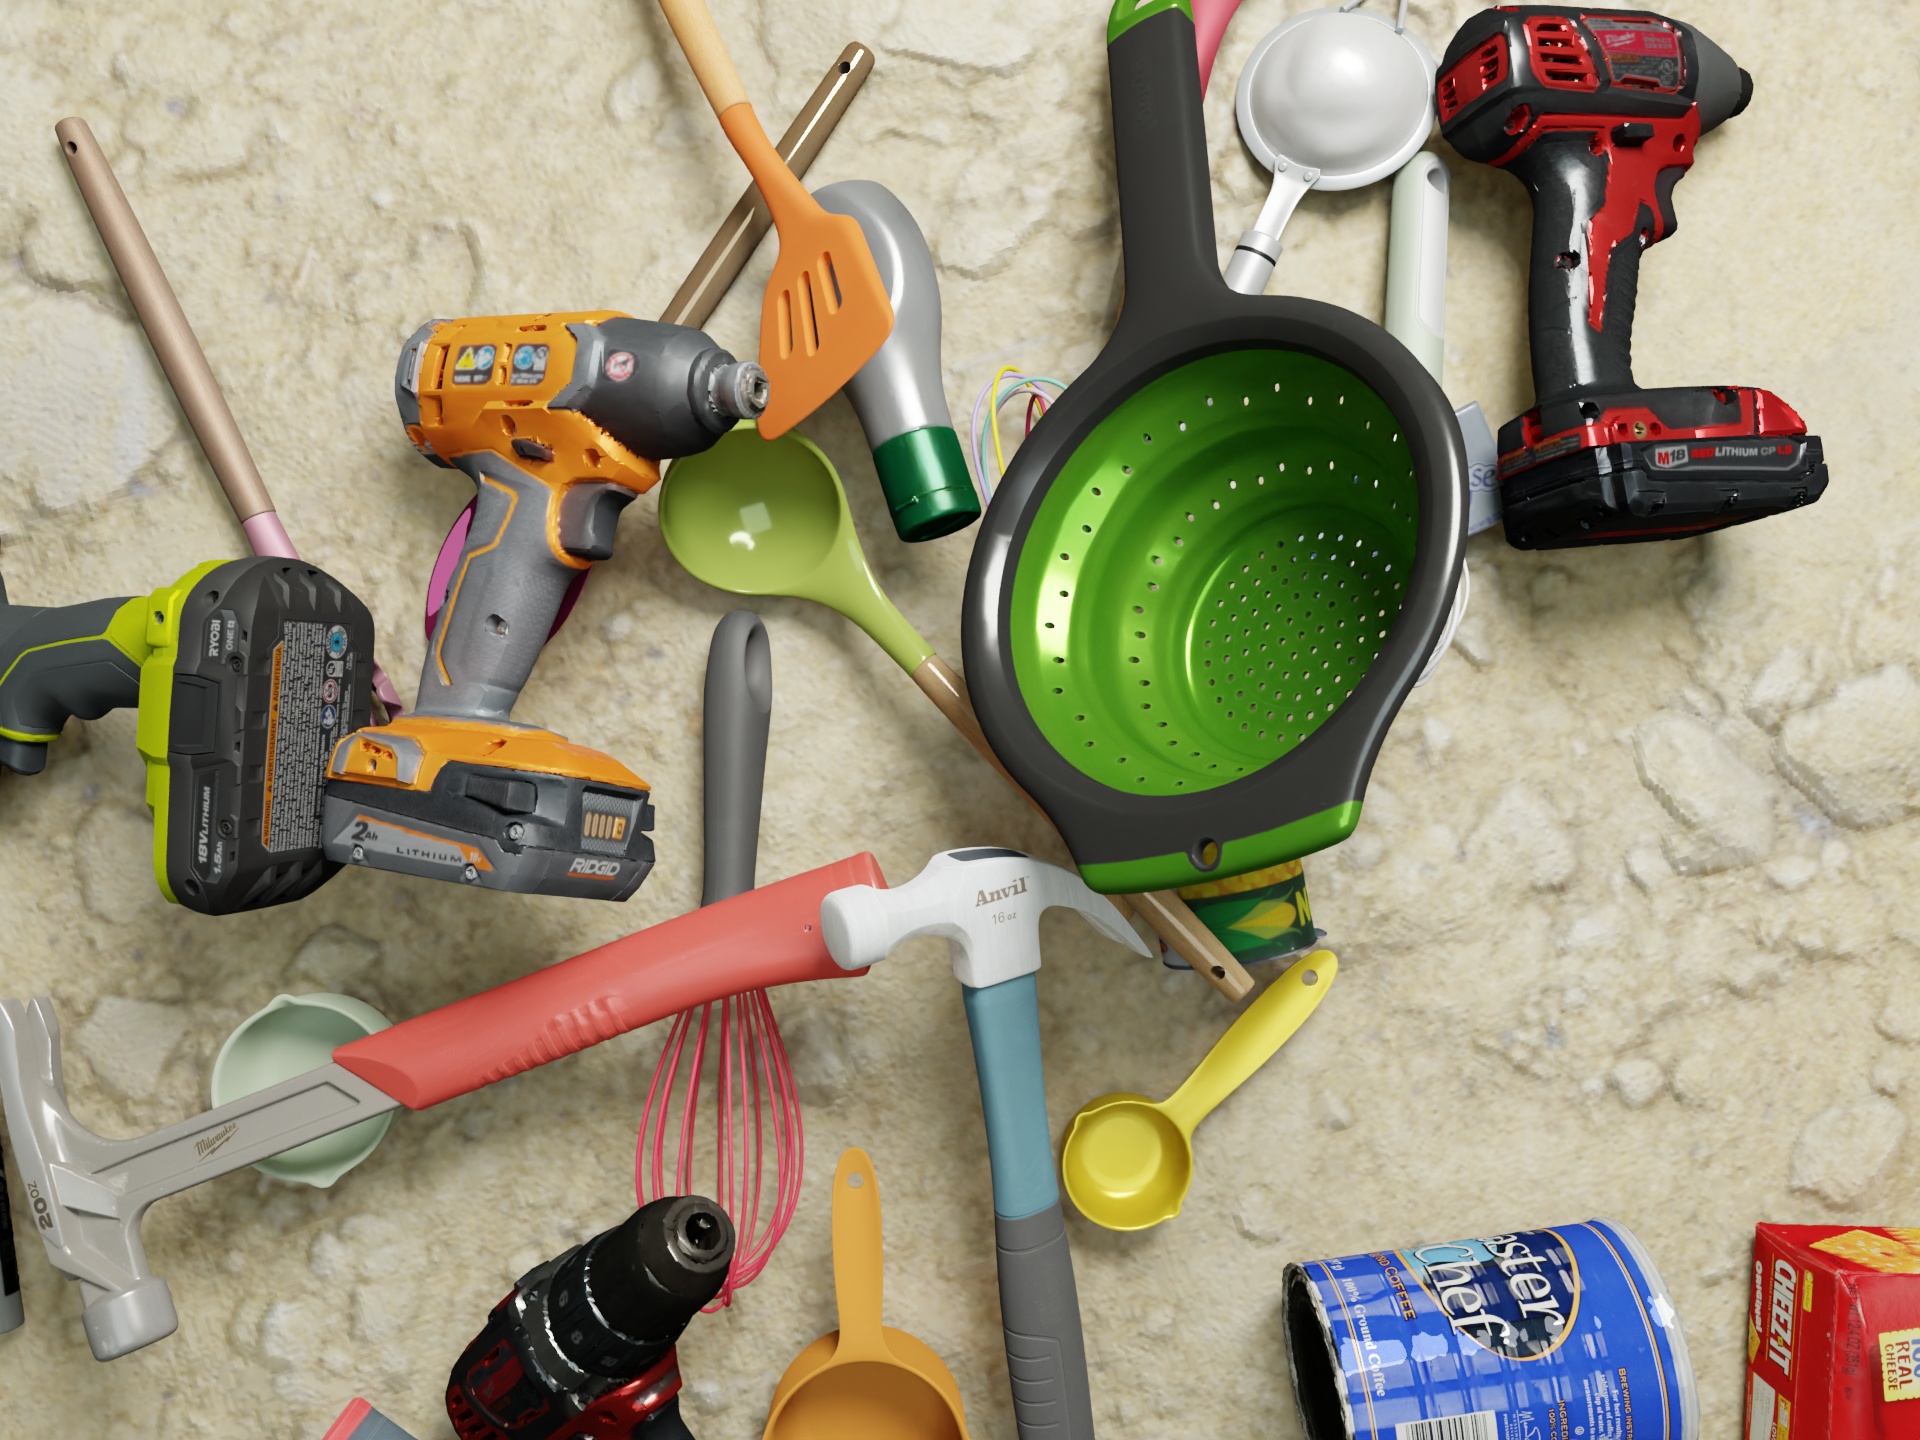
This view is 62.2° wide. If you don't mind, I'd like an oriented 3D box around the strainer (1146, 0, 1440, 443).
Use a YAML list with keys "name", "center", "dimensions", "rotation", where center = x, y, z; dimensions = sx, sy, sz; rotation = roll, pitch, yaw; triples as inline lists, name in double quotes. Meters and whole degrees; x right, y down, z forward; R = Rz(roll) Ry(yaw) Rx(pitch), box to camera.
- name: "strainer"
  center: [0.133, -0.211, 0.685]
  dimensions: [0.087, 0.050, 0.258]
  rotation: [26, 94, 13]

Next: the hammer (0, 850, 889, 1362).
- name: "hammer"
  center: [-0.201, 0.121, 0.634]
  dimensions: [0.359, 0.036, 0.149]
  rotation: [-21, 82, 2]

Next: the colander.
- name: "colander"
  center: [0.105, -0.122, 0.625]
  dimensions: [0.204, 0.094, 0.397]
  rotation: [-17, 63, 35]

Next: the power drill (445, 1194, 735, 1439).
- name: "power drill"
  center: [-0.097, 0.301, 0.615]
  dimensions: [0.227, 0.080, 0.188]
  rotation: [52, 127, 11]

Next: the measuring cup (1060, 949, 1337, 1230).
- name: "measuring cup"
  center: [0.107, 0.157, 0.699]
  dimensions: [0.156, 0.029, 0.062]
  rotation: [-45, 93, -3]

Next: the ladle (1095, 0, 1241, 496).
- name: "ladle"
  center: [0.090, -0.242, 0.689]
  dimensions: [0.069, 0.031, 0.315]
  rotation: [13, 93, 7]

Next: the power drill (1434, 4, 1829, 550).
- name: "power drill"
  center: [0.283, -0.188, 0.667]
  dimensions: [0.143, 0.078, 0.220]
  rotation: [-6, 86, -20]

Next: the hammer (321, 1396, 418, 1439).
- name: "hammer"
  center: [-0.109, 0.410, 0.691]
  dimensions: [0.386, 0.038, 0.143]
  rotation: [39, 89, -3]

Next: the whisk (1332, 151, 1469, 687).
- name: "whisk"
  center: [0.188, -0.129, 0.662]
  dimensions: [0.057, 0.059, 0.246]
  rotation: [17, 72, -31]

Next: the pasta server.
- name: "pasta server"
  center: [-0.312, -0.110, 0.672]
  dimensions: [0.060, 0.040, 0.316]
  rotation: [-25, 91, 11]

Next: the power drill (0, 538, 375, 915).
- name: "power drill"
  center: [-0.357, 0.005, 0.637]
  dimensions: [0.223, 0.080, 0.171]
  rotation: [5, 92, 15]

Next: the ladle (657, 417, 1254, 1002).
- name: "ladle"
  center: [-0.001, -0.002, 0.648]
  dimensions: [0.320, 0.062, 0.078]
  rotation: [46, 110, 9]

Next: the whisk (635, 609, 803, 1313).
- name: "whisk"
  center: [-0.100, 0.100, 0.676]
  dimensions: [0.073, 0.073, 0.296]
  rotation: [2, 86, -2]

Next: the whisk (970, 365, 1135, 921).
- name: "whisk"
  center: [0.047, -0.032, 0.687]
  dimensions: [0.051, 0.047, 0.245]
  rotation: [-11, 96, 1]

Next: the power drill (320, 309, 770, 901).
- name: "power drill"
  center: [-0.156, -0.048, 0.614]
  dimensions: [0.164, 0.084, 0.226]
  rotation: [5, 83, 29]

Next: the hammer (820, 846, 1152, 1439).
- name: "hammer"
  center: [0.027, 0.209, 0.648]
  dimensions: [0.128, 0.033, 0.331]
  rotation: [-14, 106, -26]

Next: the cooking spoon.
- name: "cooking spoon"
  center: [-0.129, -0.157, 0.686]
  dimensions: [0.069, 0.017, 0.319]
  rotation: [34, 90, 13]

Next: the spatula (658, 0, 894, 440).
- name: "spatula"
  center: [-0.107, -0.269, 0.648]
  dimensions: [0.081, 0.041, 0.323]
  rotation: [-32, 79, 36]

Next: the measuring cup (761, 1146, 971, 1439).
- name: "measuring cup"
  center: [-0.042, 0.265, 0.684]
  dimensions: [0.095, 0.052, 0.173]
  rotation: [-2, 90, -2]

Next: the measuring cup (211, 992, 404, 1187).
- name: "measuring cup"
  center: [-0.230, 0.144, 0.682]
  dimensions: [0.167, 0.038, 0.083]
  rotation: [-13, 92, -4]
